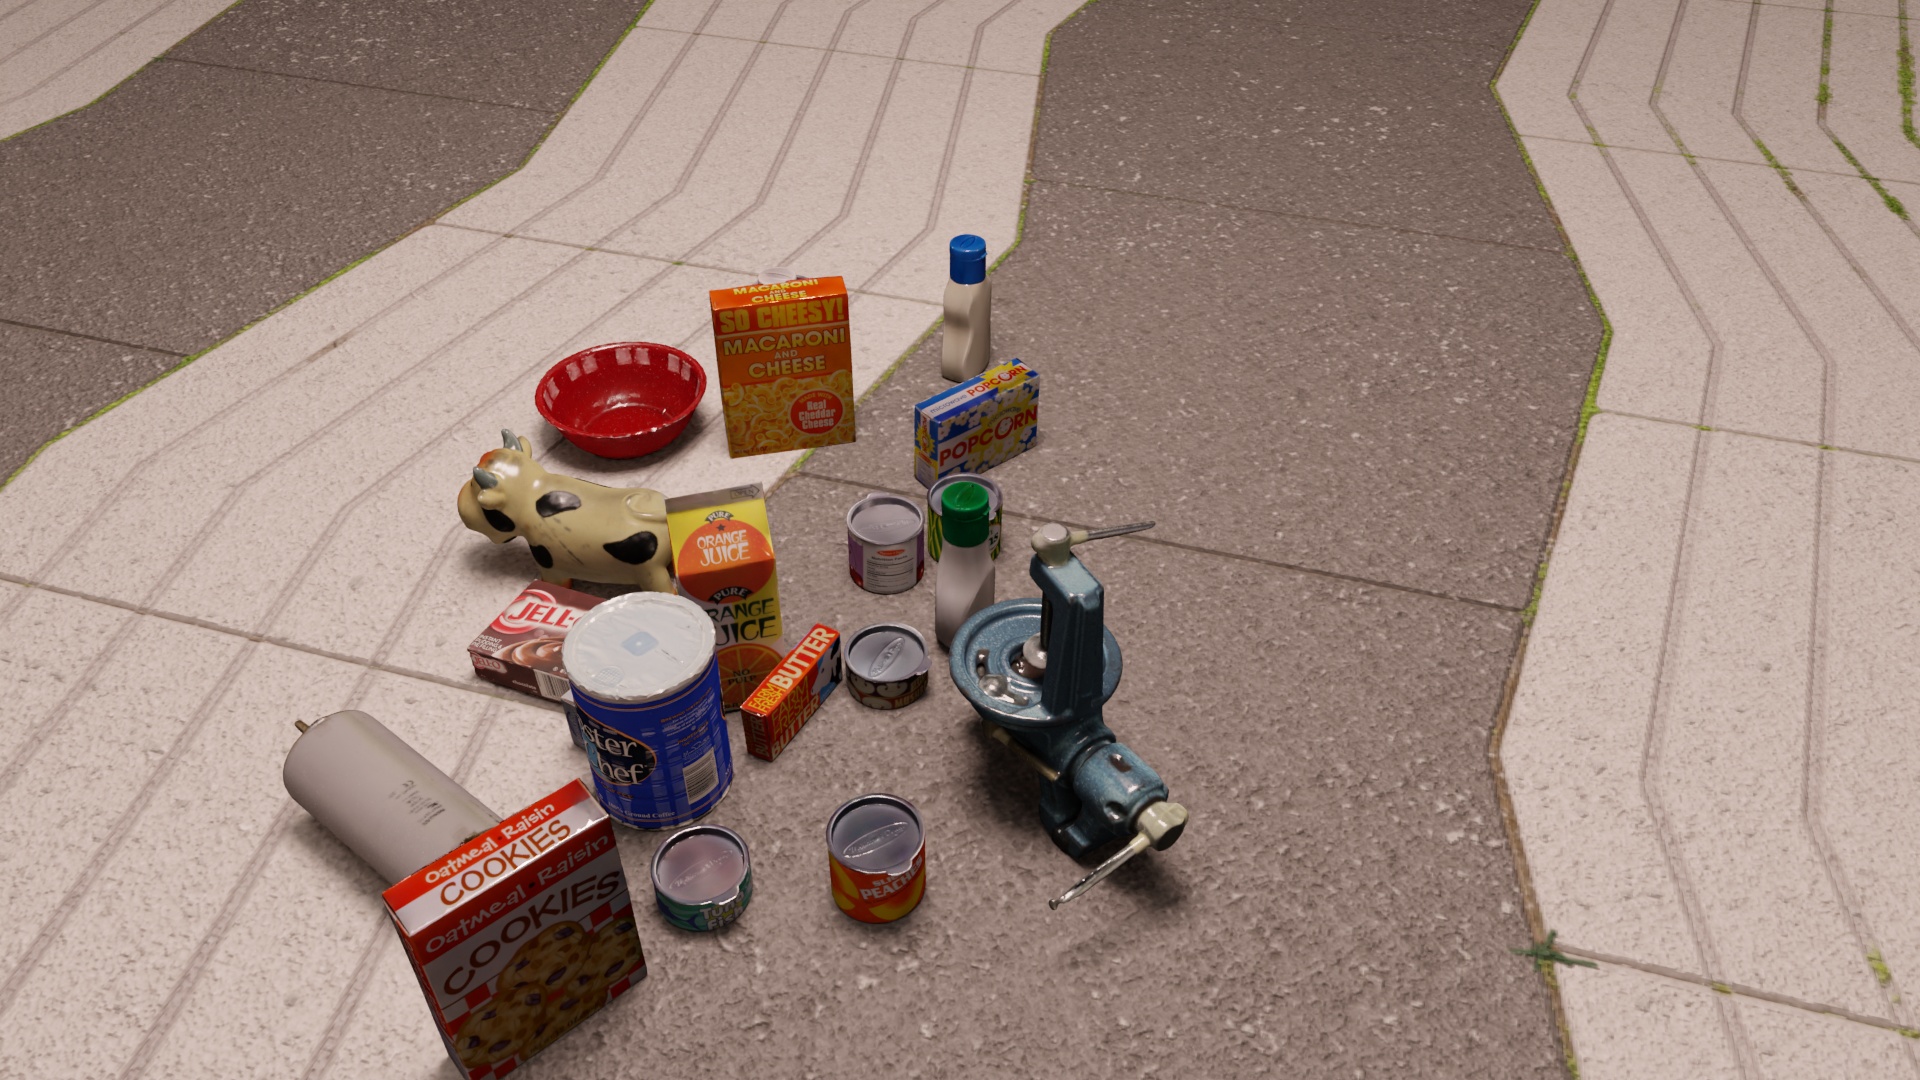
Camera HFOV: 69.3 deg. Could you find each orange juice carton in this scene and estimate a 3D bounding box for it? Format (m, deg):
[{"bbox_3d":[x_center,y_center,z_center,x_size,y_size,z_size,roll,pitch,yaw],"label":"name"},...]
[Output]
[{"bbox_3d":[-0.175,0.037,1.042,0.072,0.191,0.073,-9,41,-12],"label":"orange juice carton"}]

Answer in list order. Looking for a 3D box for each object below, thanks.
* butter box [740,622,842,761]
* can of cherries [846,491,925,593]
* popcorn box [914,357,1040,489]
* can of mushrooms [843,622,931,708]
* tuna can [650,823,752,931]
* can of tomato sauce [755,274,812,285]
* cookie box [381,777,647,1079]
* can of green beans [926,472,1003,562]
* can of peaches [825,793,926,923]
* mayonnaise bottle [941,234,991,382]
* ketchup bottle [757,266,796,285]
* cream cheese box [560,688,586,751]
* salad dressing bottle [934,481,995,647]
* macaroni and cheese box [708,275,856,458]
[{"bbox_3d":[-0.127,0.115,1.058,0.024,0.052,0.104,20,44,21],"label":"butter box"},{"bbox_3d":[-0.063,0.002,1.189,0.071,0.058,0.072,0,40,0],"label":"can of cherries"},{"bbox_3d":[0.015,-0.107,1.299,0.127,0.084,0.038,-28,48,-30],"label":"popcorn box"},{"bbox_3d":[-0.056,0.099,1.093,0.071,0.033,0.071,1,40,0],"label":"can of mushrooms"},{"bbox_3d":[-0.173,0.229,0.938,0.071,0.032,0.071,1,40,0],"label":"tuna can"},{"bbox_3d":[-0.176,-0.223,1.435,0.071,0.082,0.071,0,40,0],"label":"can of tomato sauce"},{"bbox_3d":[-0.259,0.235,0.825,0.123,0.166,0.040,-30,49,-31],"label":"cookie box"},{"bbox_3d":[0.003,-0.017,1.212,0.071,0.057,0.071,0,40,0],"label":"can of green beans"},{"bbox_3d":[-0.055,0.216,0.936,0.071,0.057,0.071,0,40,0],"label":"can of peaches"},{"bbox_3d":[0.006,-0.235,1.401,0.041,0.147,0.065,19,43,20],"label":"mayonnaise bottle"},{"bbox_3d":[-0.172,-0.191,1.345,0.065,0.148,0.044,12,42,14],"label":"ketchup bottle"},{"bbox_3d":[-0.257,0.110,1.061,0.024,0.053,0.104,22,45,23],"label":"cream cheese box"},{"bbox_3d":[0.004,0.021,1.098,0.044,0.146,0.064,17,43,19],"label":"salad dressing bottle"},{"bbox_3d":[-0.164,-0.161,1.297,0.124,0.165,0.040,-9,41,-11],"label":"macaroni and cheese box"}]
